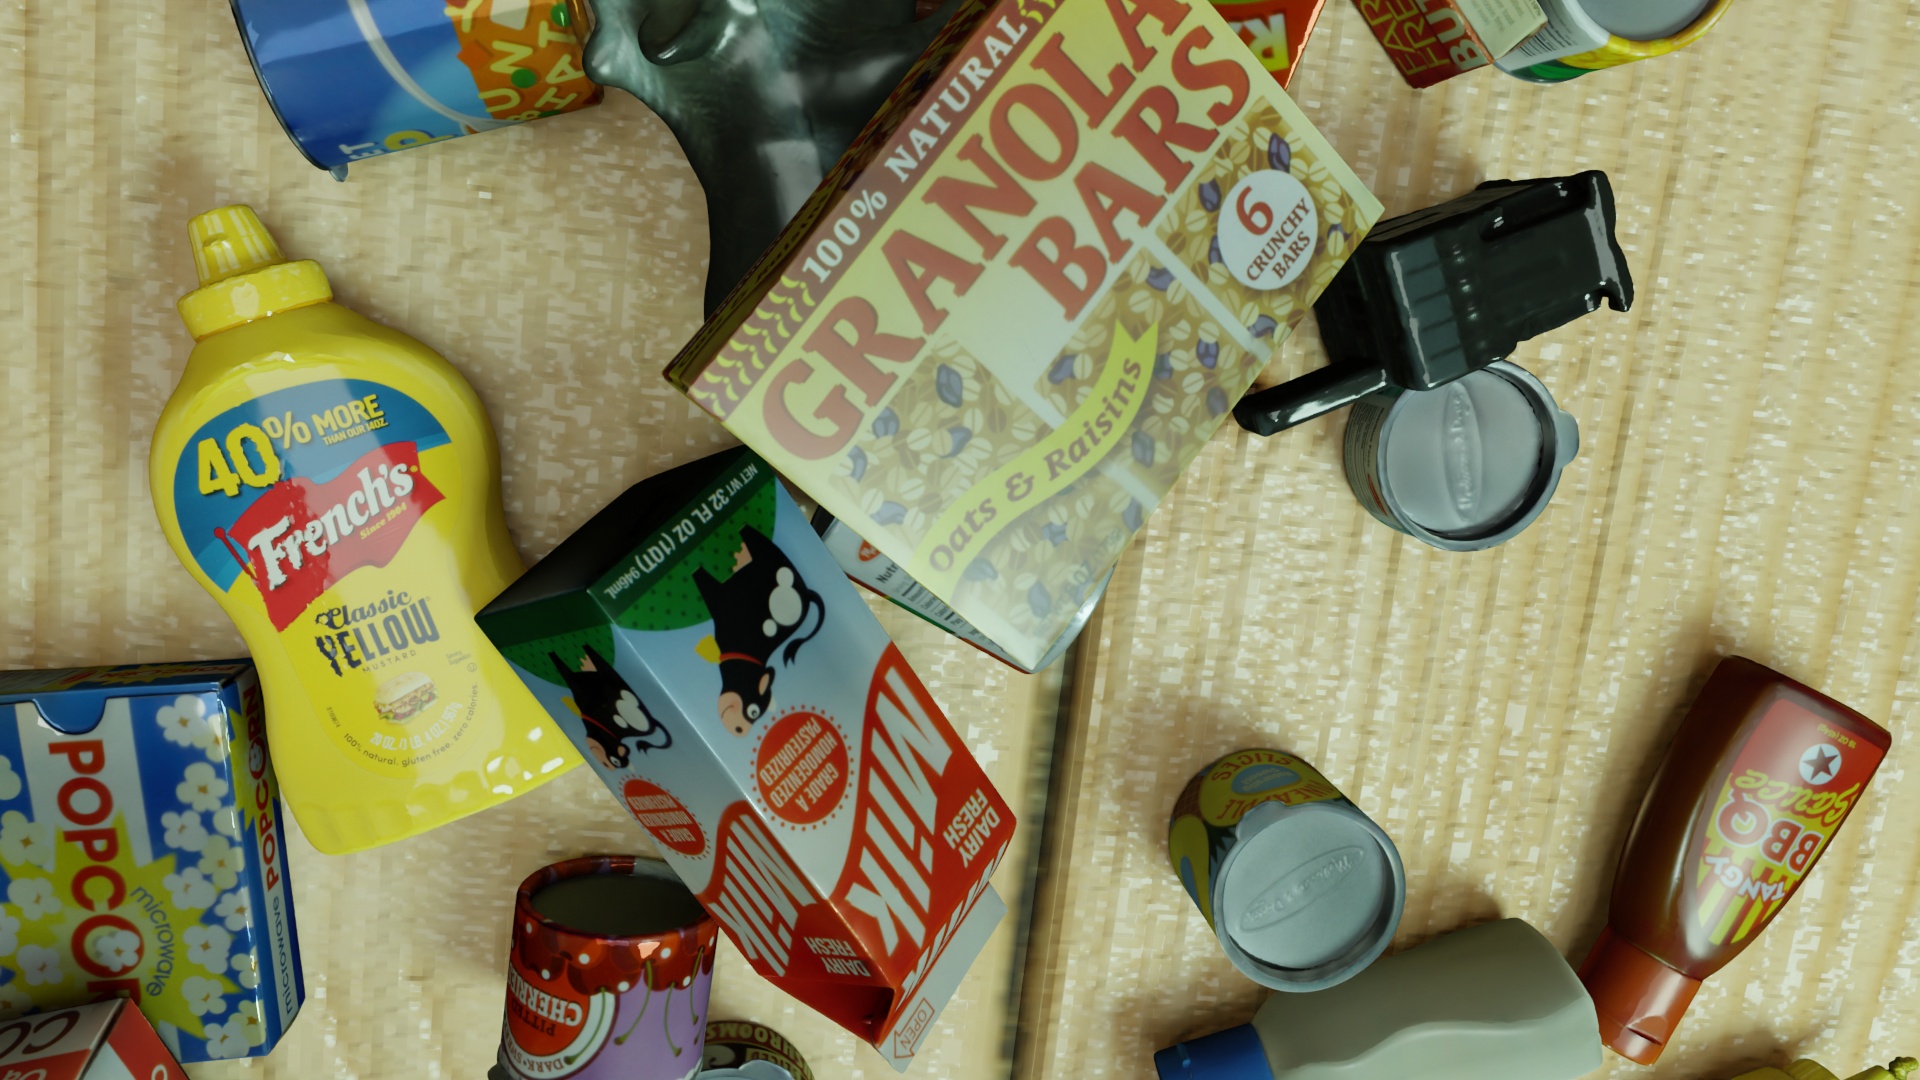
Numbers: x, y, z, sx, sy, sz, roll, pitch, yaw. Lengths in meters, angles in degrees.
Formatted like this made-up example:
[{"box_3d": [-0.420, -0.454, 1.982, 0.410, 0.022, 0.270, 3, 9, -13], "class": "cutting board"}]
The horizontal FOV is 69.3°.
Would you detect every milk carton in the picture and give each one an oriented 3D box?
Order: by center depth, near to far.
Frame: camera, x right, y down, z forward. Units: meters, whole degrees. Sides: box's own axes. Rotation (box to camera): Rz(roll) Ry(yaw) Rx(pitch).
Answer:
[{"box_3d": [-0.051, 0.072, 0.428, 0.190, 0.073, 0.073, 56, 50, -18], "class": "milk carton"}]

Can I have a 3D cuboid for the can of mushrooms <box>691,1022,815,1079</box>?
[{"box_3d": [-0.081, 0.204, 0.486, 0.071, 0.033, 0.071, -1, 100, -6], "class": "can of mushrooms"}]

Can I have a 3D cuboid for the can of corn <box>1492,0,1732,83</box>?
[{"box_3d": [0.205, -0.184, 0.440, 0.071, 0.058, 0.071, -1, 101, -7], "class": "can of corn"}]

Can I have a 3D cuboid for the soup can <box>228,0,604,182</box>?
[{"box_3d": [-0.152, -0.147, 0.400, 0.084, 0.071, 0.071, -14, 102, -5], "class": "soup can"}]

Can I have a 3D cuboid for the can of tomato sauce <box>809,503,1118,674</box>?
[{"box_3d": [0.002, -0.006, 0.444, 0.083, 0.071, 0.071, 29, 95, -12], "class": "can of tomato sauce"}]

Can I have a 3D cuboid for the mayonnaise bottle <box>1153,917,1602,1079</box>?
[{"box_3d": [0.145, 0.181, 0.497, 0.148, 0.065, 0.041, -17, 106, 0], "class": "mayonnaise bottle"}]

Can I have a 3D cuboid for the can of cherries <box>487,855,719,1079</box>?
[{"box_3d": [-0.115, 0.142, 0.451, 0.071, 0.071, 0.058, 8, 99, -8], "class": "can of cherries"}]

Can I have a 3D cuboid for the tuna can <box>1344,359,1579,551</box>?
[{"box_3d": [0.170, -0.032, 0.476, 0.071, 0.033, 0.071, -1, 100, -7], "class": "tuna can"}]

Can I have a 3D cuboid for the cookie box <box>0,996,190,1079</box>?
[{"box_3d": [-0.315, 0.210, 0.430, 0.167, 0.040, 0.122, -11, 120, 1], "class": "cookie box"}]

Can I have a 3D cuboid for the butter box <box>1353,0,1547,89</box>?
[{"box_3d": [0.135, -0.192, 0.433, 0.024, 0.053, 0.103, -39, 103, -2], "class": "butter box"}]

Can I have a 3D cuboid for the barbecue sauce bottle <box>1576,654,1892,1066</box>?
[{"box_3d": [0.274, 0.120, 0.510, 0.065, 0.044, 0.148, 26, 96, -12], "class": "barbecue sauce bottle"}]

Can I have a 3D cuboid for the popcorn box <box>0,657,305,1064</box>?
[{"box_3d": [-0.265, 0.103, 0.443, 0.085, 0.038, 0.126, -3, 101, -5], "class": "popcorn box"}]

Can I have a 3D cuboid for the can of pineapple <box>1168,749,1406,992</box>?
[{"box_3d": [0.110, 0.110, 0.480, 0.071, 0.058, 0.071, -1, 100, -7], "class": "can of pineapple"}]

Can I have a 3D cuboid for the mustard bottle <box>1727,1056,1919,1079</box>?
[{"box_3d": [0.298, 0.243, 0.532, 0.160, 0.049, 0.065, -32, 103, -1], "class": "mustard bottle"}]

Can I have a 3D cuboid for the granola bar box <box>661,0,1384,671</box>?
[{"box_3d": [0.020, -0.068, 0.377, 0.124, 0.039, 0.165, 40, 85, -23], "class": "granola bar box"}]

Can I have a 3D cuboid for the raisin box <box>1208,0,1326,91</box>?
[{"box_3d": [0.059, -0.159, 0.411, 0.086, 0.040, 0.122, 15, 124, -7], "class": "raisin box"}]
